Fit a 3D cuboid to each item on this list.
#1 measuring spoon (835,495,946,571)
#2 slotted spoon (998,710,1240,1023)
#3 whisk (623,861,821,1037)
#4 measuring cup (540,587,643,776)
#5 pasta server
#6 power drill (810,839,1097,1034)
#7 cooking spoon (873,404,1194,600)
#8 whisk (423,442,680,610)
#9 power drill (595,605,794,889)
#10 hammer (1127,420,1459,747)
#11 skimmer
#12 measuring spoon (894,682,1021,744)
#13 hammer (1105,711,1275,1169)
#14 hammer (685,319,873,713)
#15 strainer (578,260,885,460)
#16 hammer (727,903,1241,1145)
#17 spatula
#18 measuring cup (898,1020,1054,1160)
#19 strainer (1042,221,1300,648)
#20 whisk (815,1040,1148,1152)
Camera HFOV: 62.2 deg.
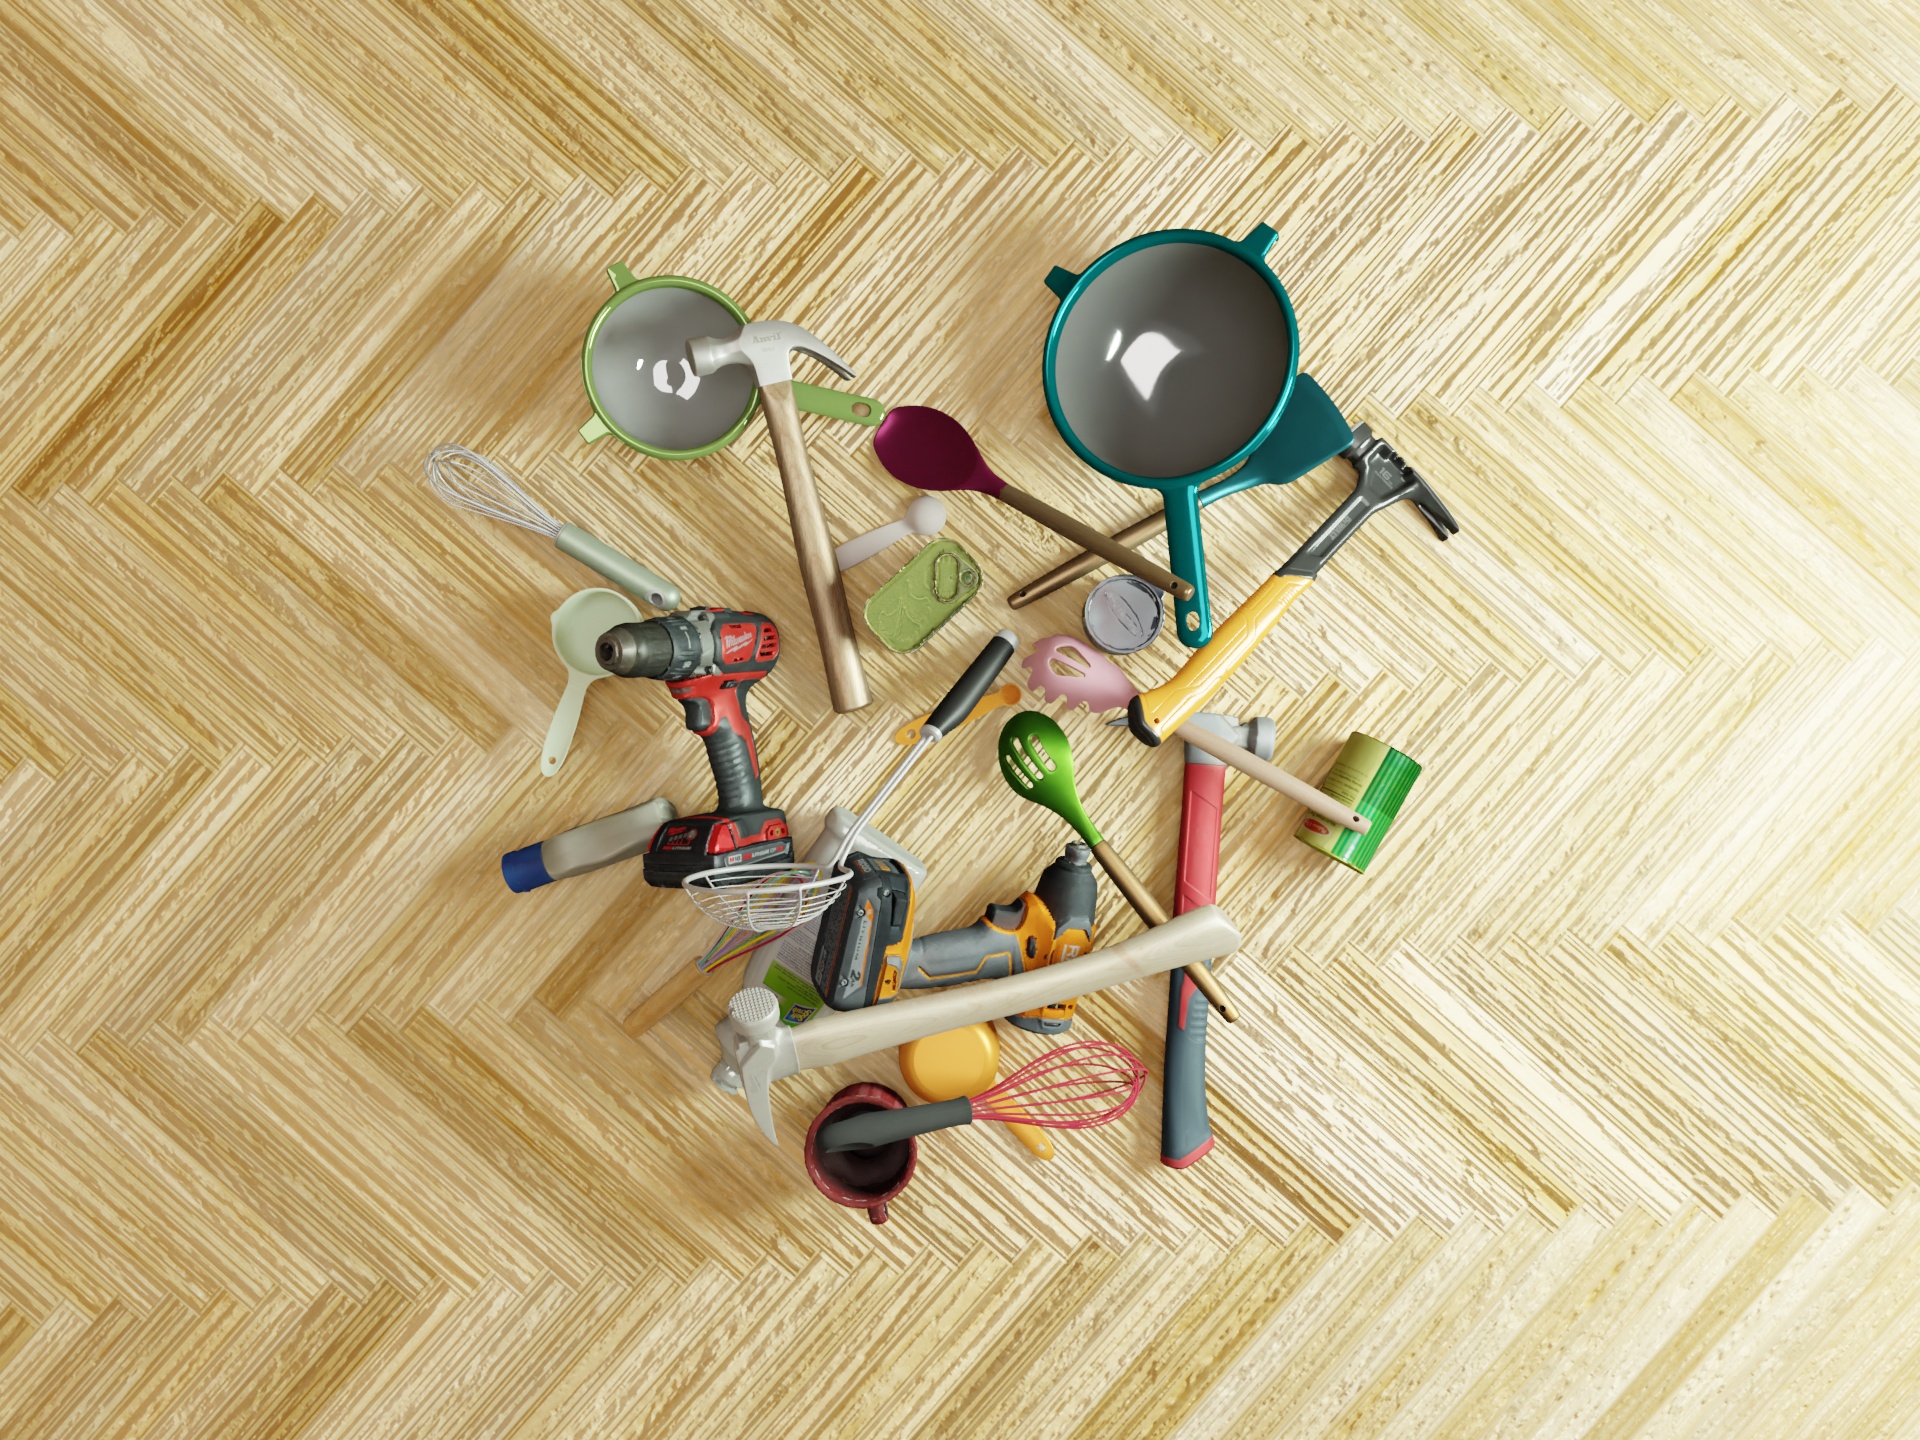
[{"bbox_3d":[-0.069,-0.156,1.365,0.124,0.018,0.034,-27,90,1],"label":"measuring spoon"},{"bbox_3d":[0.132,0.123,1.329,0.070,0.031,0.314,-42,80,25],"label":"slotted spoon"},{"bbox_3d":[-0.200,0.195,1.319,0.245,0.051,0.047,-41,64,23],"label":"whisk"},{"bbox_3d":[-0.322,-0.032,1.360,0.083,0.038,0.167,20,92,0],"label":"measuring cup"},{"bbox_3d":[0.195,0.014,1.320,0.316,0.040,0.060,29,78,7],"label":"pasta server"},{"bbox_3d":[0.006,0.167,1.296,0.226,0.084,0.164,9,103,-23],"label":"power drill"},{"bbox_3d":[0.057,-0.177,1.313,0.319,0.017,0.069,32,93,23],"label":"cooking spoon"},{"bbox_3d":[-0.347,-0.163,1.358,0.246,0.059,0.057,31,127,-3],"label":"whisk"},{"bbox_3d":[-0.215,0.021,1.290,0.080,0.188,0.226,-2,93,31],"label":"power drill"},{"bbox_3d":[0.266,-0.097,1.318,0.127,0.034,0.337,46,77,0],"label":"hammer"},{"bbox_3d":[-0.073,0.032,1.264,0.363,0.127,0.090,-51,121,-28],"label":"skimmer"},{"bbox_3d":[-0.002,-0.004,1.371,0.117,0.011,0.021,-22,89,4],"label":"measuring spoon"},{"bbox_3d":[0.182,0.185,1.355,0.143,0.038,0.386,4,90,2],"label":"hammer"},{"bbox_3d":[-0.125,-0.169,1.332,0.130,0.031,0.331,-16,101,-16],"label":"hammer"},{"bbox_3d":[-0.193,-0.284,1.353,0.256,0.069,0.151,10,92,-17],"label":"strainer"},{"bbox_3d":[0.027,0.226,1.254,0.410,0.038,0.146,-13,127,-12],"label":"hammer"},{"bbox_3d":[0.178,-0.181,1.351,0.317,0.044,0.082,-29,66,2],"label":"spatula"},{"bbox_3d":[0.019,0.314,1.348,0.095,0.052,0.173,-43,88,1],"label":"measuring cup"},{"bbox_3d":[0.186,-0.227,1.315,0.211,0.095,0.340,-6,87,20],"label":"strainer"},{"bbox_3d":[0.023,0.313,1.295,0.295,0.073,0.073,-6,90,-24],"label":"whisk"}]
